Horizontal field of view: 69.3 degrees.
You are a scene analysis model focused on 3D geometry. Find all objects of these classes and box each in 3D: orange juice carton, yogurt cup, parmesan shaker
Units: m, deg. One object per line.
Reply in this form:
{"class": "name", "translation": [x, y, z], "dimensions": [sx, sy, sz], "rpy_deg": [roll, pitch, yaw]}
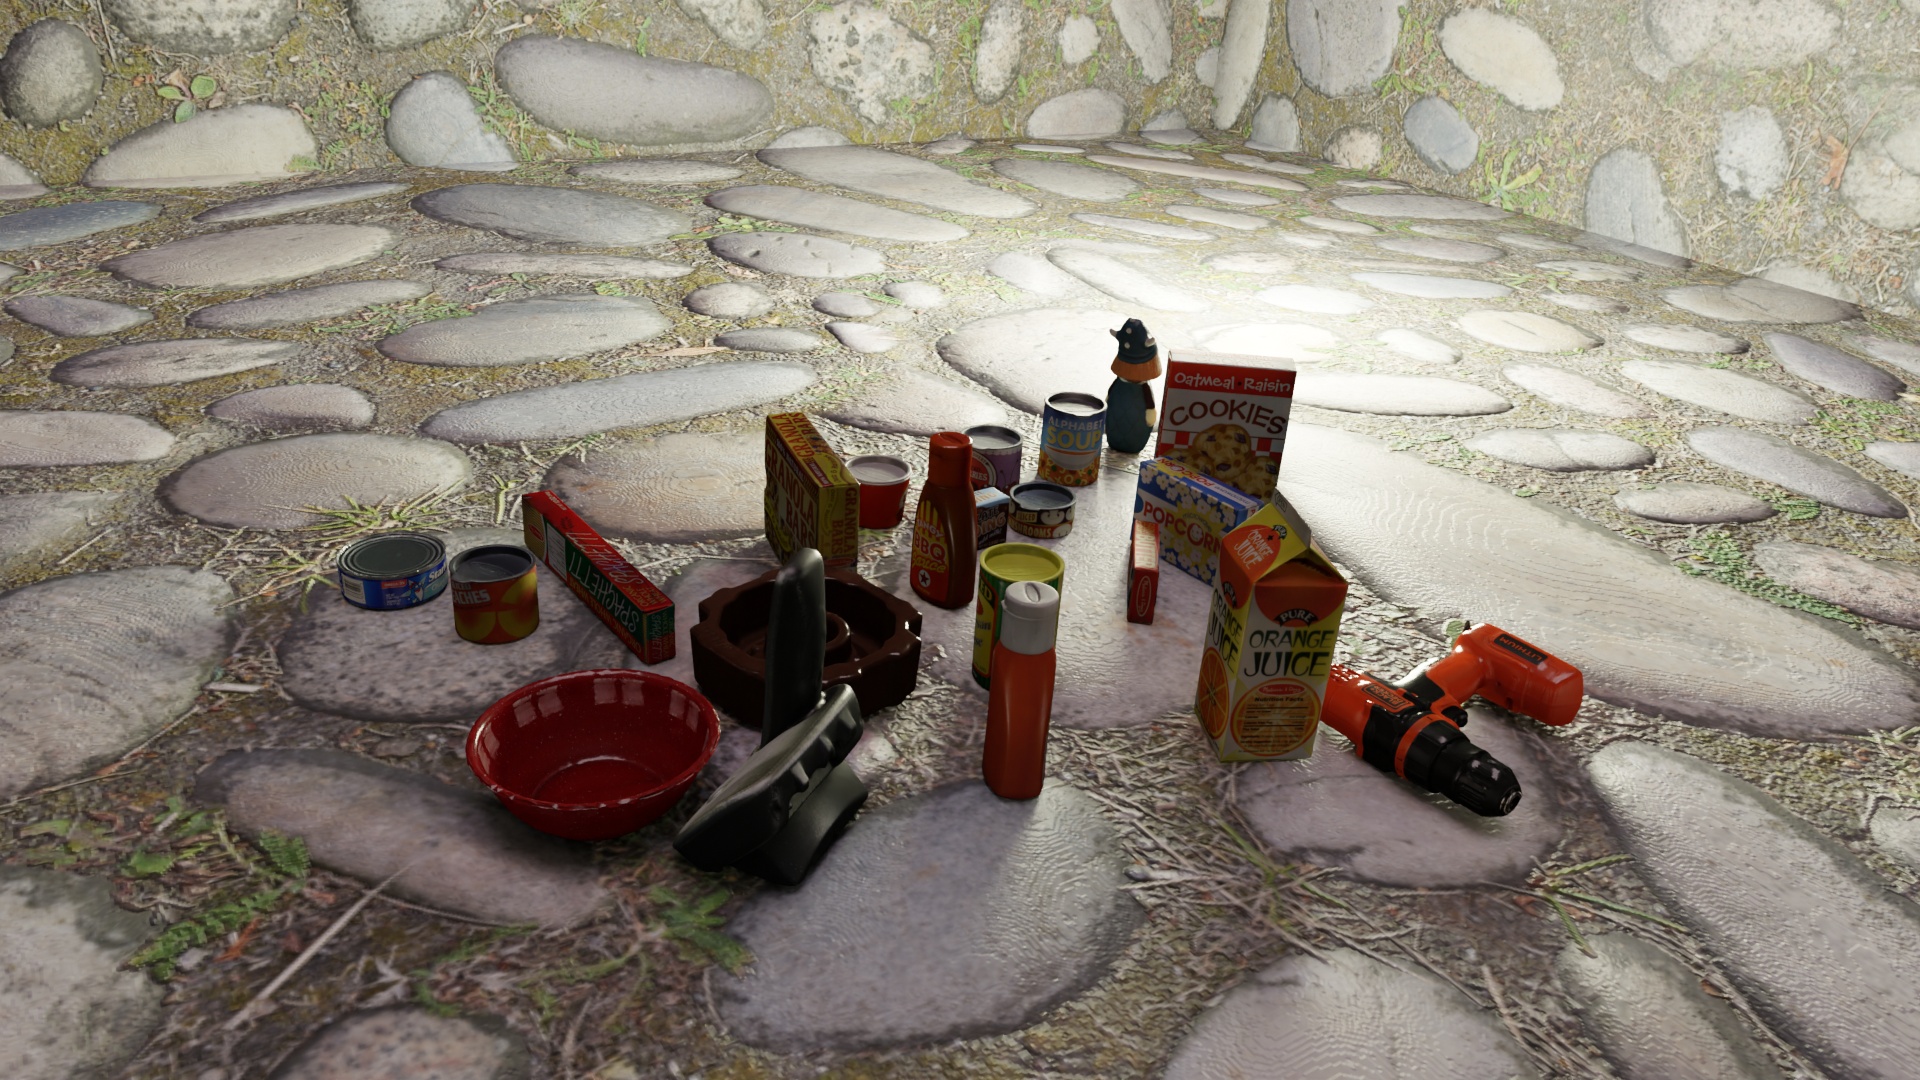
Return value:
{"class": "orange juice carton", "translation": [0.226, 0.062, 1.012], "dimensions": [0.073, 0.191, 0.072], "rpy_deg": [0, 26, -9]}
{"class": "yogurt cup", "translation": [-0.082, -0.046, 1.343], "dimensions": [0.072, 0.053, 0.073], "rpy_deg": [4, 26, -2]}
{"class": "parmesan shaker", "translation": [0.044, 0.063, 1.083], "dimensions": [0.071, 0.102, 0.071], "rpy_deg": [4, 26, -2]}

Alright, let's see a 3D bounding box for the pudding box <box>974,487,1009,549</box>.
{"class": "pudding box", "translation": [0.005, -0.016, 1.300], "dimensions": [0.084, 0.049, 0.030], "rpy_deg": [-16, 32, -35]}

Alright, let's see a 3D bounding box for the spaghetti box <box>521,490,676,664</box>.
{"class": "spaghetti box", "translation": [-0.307, 0.026, 1.164], "dimensions": [0.029, 0.050, 0.250], "rpy_deg": [-15, 32, -35]}

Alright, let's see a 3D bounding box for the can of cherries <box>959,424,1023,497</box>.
{"class": "can of cherries", "translation": [0.028, -0.080, 1.424], "dimensions": [0.071, 0.058, 0.072], "rpy_deg": [4, 26, -2]}

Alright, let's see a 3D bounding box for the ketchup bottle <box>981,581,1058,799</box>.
{"class": "ketchup bottle", "translation": [0.042, 0.101, 0.954], "dimensions": [0.043, 0.148, 0.065], "rpy_deg": [0, 26, -8]}

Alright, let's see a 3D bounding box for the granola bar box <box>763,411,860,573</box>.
{"class": "granola bar box", "translation": [-0.133, -0.025, 1.212], "dimensions": [0.039, 0.123, 0.166], "rpy_deg": [-7, 28, -22]}

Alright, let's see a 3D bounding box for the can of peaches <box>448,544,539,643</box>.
{"class": "can of peaches", "translation": [-0.374, 0.044, 1.110], "dimensions": [0.071, 0.057, 0.071], "rpy_deg": [4, 26, -2]}

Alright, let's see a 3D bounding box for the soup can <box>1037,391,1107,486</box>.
{"class": "soup can", "translation": [0.117, -0.106, 1.462], "dimensions": [0.071, 0.083, 0.071], "rpy_deg": [4, 26, -2]}

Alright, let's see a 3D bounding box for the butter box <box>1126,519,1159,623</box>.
{"class": "butter box", "translation": [0.162, 0.026, 1.233], "dimensions": [0.024, 0.053, 0.104], "rpy_deg": [7, 26, 5]}

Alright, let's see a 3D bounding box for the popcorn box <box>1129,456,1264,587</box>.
{"class": "popcorn box", "translation": [0.218, -0.017, 1.294], "dimensions": [0.038, 0.084, 0.127], "rpy_deg": [-15, 32, -35]}

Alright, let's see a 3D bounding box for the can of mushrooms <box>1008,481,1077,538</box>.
{"class": "can of mushrooms", "translation": [0.078, -0.029, 1.357], "dimensions": [0.071, 0.033, 0.071], "rpy_deg": [4, 26, -2]}

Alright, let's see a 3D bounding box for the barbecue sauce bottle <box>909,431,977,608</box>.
{"class": "barbecue sauce bottle", "translation": [-0.012, -0.019, 1.191], "dimensions": [0.044, 0.147, 0.065], "rpy_deg": [-17, 33, -37]}

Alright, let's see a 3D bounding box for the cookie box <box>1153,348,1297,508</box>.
{"class": "cookie box", "translation": [0.258, -0.103, 1.383], "dimensions": [0.123, 0.166, 0.040], "rpy_deg": [5, 26, 1]}
